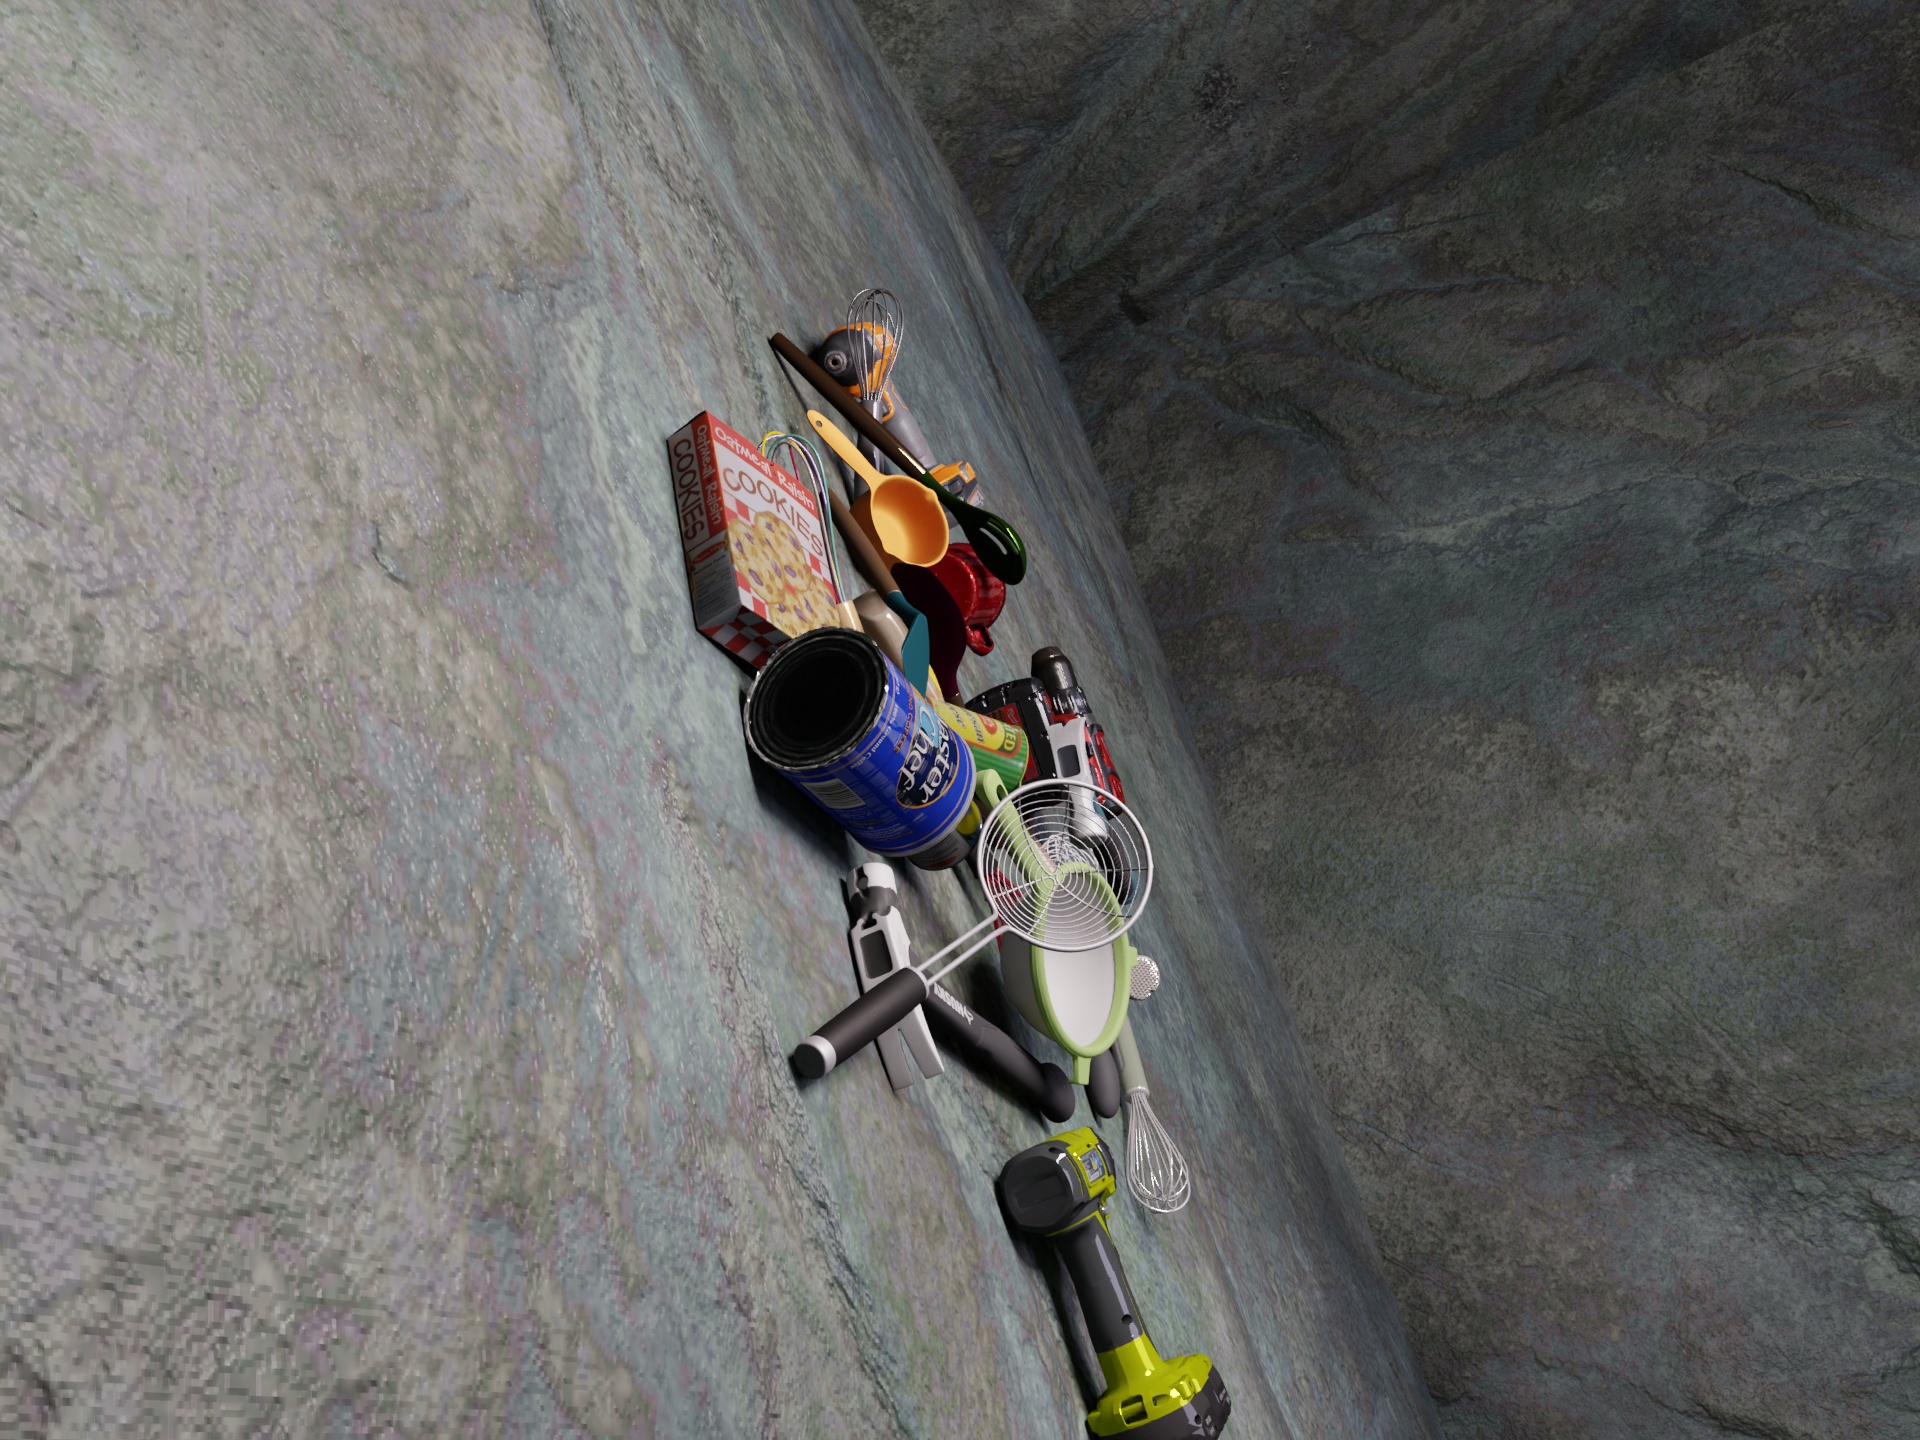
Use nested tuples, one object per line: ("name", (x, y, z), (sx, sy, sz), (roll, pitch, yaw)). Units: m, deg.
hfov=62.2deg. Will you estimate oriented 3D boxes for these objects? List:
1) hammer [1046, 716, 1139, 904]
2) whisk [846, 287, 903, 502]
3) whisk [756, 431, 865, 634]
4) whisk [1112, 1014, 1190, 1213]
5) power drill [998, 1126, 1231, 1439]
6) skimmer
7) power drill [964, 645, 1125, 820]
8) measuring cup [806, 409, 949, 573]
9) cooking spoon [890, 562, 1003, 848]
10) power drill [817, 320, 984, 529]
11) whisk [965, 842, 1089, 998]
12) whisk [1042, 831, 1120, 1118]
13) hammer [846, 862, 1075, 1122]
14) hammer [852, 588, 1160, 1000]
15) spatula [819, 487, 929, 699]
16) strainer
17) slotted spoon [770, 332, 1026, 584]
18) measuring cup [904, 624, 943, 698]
("hammer", (0.123, 0.099, 1.412), (0.330, 0.033, 0.128), (61, 16, -63))
("whisk", (-0.081, -0.294, 1.489), (0.055, 0.055, 0.239), (27, 63, -70))
("whisk", (-0.100, -0.113, 1.251), (0.047, 0.051, 0.245), (-51, 121, -81))
("whisk", (0.168, 0.363, 1.510), (0.247, 0.059, 0.057), (-102, -161, -52))
("power drill", (0.110, 0.406, 1.142), (0.223, 0.080, 0.171), (67, 13, 14))
("skimmer", (0.015, 0.129, 1.012), (0.127, 0.090, 0.363), (48, 28, 10))
("power drill", (0.083, 0.009, 1.547), (0.226, 0.080, 0.188), (10, 60, -66))
("measuring cup", (-0.087, -0.199, 1.410), (0.173, 0.052, 0.095), (47, 48, -14))
("cooking spoon", (-0.002, -0.004, 1.360), (0.017, 0.069, 0.318), (-51, 139, -35))
("power drill", (-0.068, -0.292, 1.596), (0.226, 0.084, 0.164), (61, 16, -9))
("whisk", (0.032, 0.140, 1.316), (0.295, 0.073, 0.073), (58, 15, -9))
("whisk", (0.115, 0.232, 1.485), (0.070, 0.070, 0.285), (48, 28, -54))
("hammer", (0.013, 0.231, 1.138), (0.334, 0.035, 0.146), (50, 21, -52))
("hammer", (0.021, 0.068, 1.357), (0.410, 0.038, 0.146), (57, -23, -13))
("spatula", (-0.072, -0.108, 1.263), (0.318, 0.044, 0.082), (-122, -162, -49))
("strainer", (0.049, 0.146, 1.220), (0.256, 0.069, 0.151), (63, 36, -24))
("slotted spoon", (-0.053, -0.241, 1.447), (0.313, 0.031, 0.070), (42, -27, -6))
("measuring cup", (-0.054, -0.070, 1.416), (0.157, 0.029, 0.062), (59, 8, 22))
